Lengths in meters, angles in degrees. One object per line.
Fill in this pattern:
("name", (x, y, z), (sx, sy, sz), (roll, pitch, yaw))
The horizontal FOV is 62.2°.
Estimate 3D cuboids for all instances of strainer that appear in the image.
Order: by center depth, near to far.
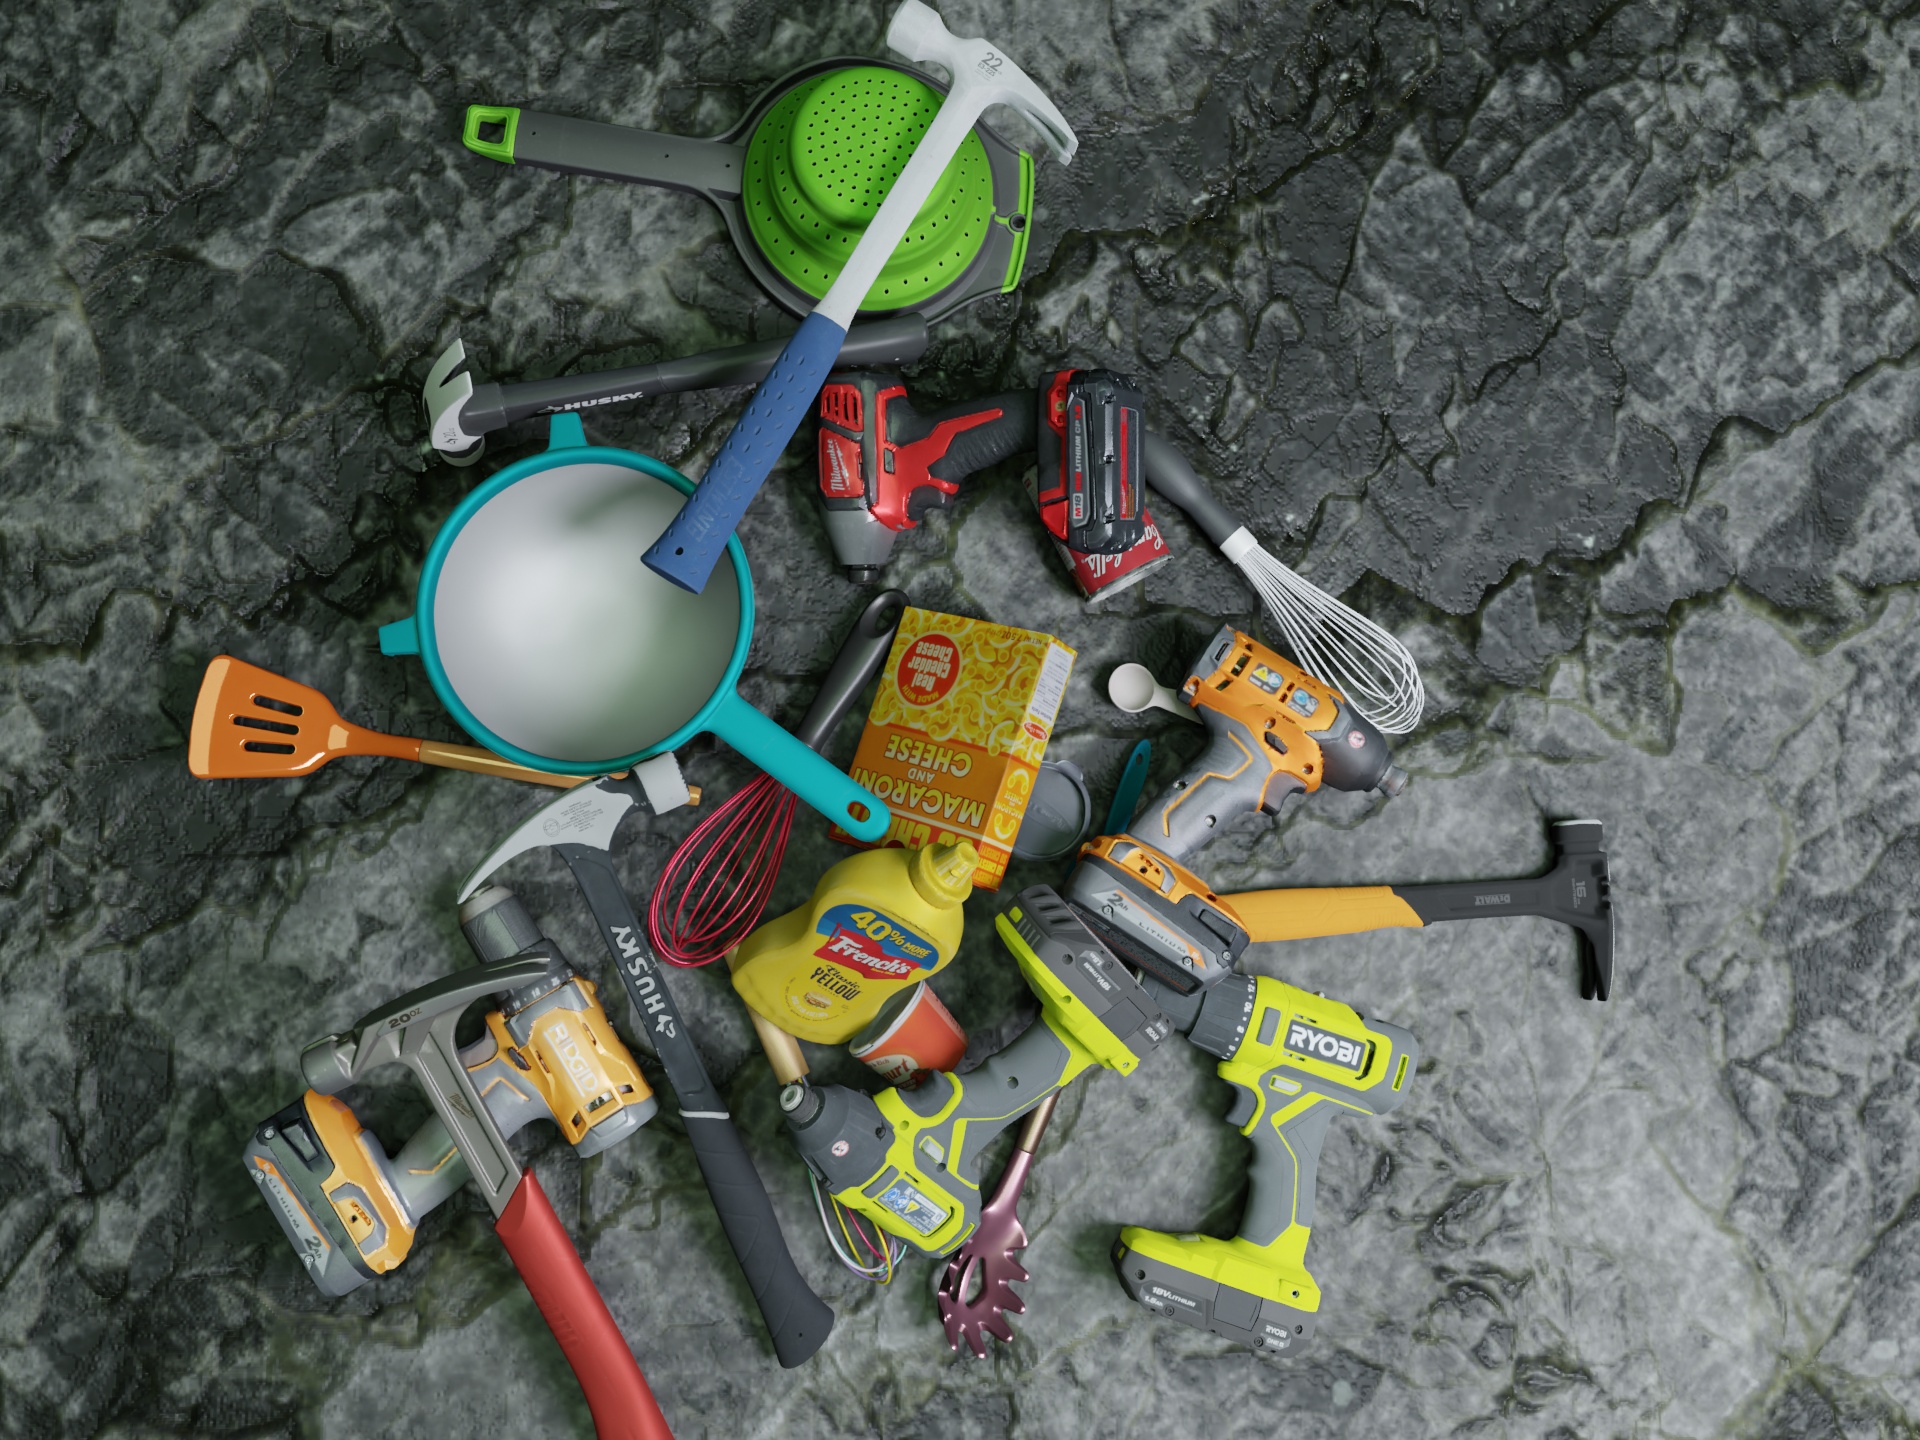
("strainer", (-0.185, -0.027, 1.035), (0.340, 0.095, 0.211), (36, 82, 2))

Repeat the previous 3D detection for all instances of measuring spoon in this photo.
("measuring spoon", (0.101, 0.071, 1.099), (0.042, 0.021, 0.129), (35, 71, -37))
("measuring spoon", (0.159, -0.009, 1.115), (0.124, 0.018, 0.034), (17, 78, -11))

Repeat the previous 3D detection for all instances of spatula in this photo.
("spatula", (-0.333, 0.024, 1.048), (0.322, 0.041, 0.081), (10, 83, -6))

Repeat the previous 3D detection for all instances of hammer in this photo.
("hammer", (-0.247, 0.315, 0.965), (0.149, 0.037, 0.359), (-23, 109, -3))
("hammer", (-0.172, 0.230, 0.990), (0.149, 0.036, 0.408), (-23, 104, -12))
("hammer", (-0.073, -0.258, 1.006), (0.144, 0.035, 0.405), (31, 82, -4))
("hammer", (-0.183, -0.230, 1.050), (0.334, 0.146, 0.035), (-13, 85, -14))
("hammer", (0.287, 0.138, 1.102), (0.337, 0.034, 0.127), (-2, 84, -6))

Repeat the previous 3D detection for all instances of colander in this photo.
("colander", (-0.142, -0.385, 1.078), (0.397, 0.094, 0.204), (8, 84, -5))

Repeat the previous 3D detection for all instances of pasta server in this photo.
("pasta server", (0.057, 0.264, 1.063), (0.060, 0.040, 0.316), (26, 82, -25))

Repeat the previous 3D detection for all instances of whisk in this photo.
("whisk", (-0.098, 0.255, 1.049), (0.051, 0.047, 0.245), (-24, 84, -5))
("whisk", (-0.114, 0.034, 1.062), (0.073, 0.073, 0.296), (32, 76, -2))
("whisk", (0.215, -0.099, 1.107), (0.070, 0.070, 0.284), (-43, 85, -8))

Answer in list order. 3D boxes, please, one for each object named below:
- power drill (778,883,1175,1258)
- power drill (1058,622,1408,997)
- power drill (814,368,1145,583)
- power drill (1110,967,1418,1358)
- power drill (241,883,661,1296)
("power drill", (0.008, 0.216, 0.983), (0.223, 0.080, 0.171), (-43, 125, -1))
("power drill", (0.183, 0.065, 1.046), (0.164, 0.084, 0.226), (32, 73, 8))
("power drill", (0.006, -0.160, 1.046), (0.220, 0.078, 0.143), (2, 97, 23))
("power drill", (0.182, 0.282, 1.057), (0.190, 0.080, 0.228), (19, 81, 1))
("power drill", (-0.332, 0.230, 1.011), (0.226, 0.084, 0.185), (-31, 89, -12))
